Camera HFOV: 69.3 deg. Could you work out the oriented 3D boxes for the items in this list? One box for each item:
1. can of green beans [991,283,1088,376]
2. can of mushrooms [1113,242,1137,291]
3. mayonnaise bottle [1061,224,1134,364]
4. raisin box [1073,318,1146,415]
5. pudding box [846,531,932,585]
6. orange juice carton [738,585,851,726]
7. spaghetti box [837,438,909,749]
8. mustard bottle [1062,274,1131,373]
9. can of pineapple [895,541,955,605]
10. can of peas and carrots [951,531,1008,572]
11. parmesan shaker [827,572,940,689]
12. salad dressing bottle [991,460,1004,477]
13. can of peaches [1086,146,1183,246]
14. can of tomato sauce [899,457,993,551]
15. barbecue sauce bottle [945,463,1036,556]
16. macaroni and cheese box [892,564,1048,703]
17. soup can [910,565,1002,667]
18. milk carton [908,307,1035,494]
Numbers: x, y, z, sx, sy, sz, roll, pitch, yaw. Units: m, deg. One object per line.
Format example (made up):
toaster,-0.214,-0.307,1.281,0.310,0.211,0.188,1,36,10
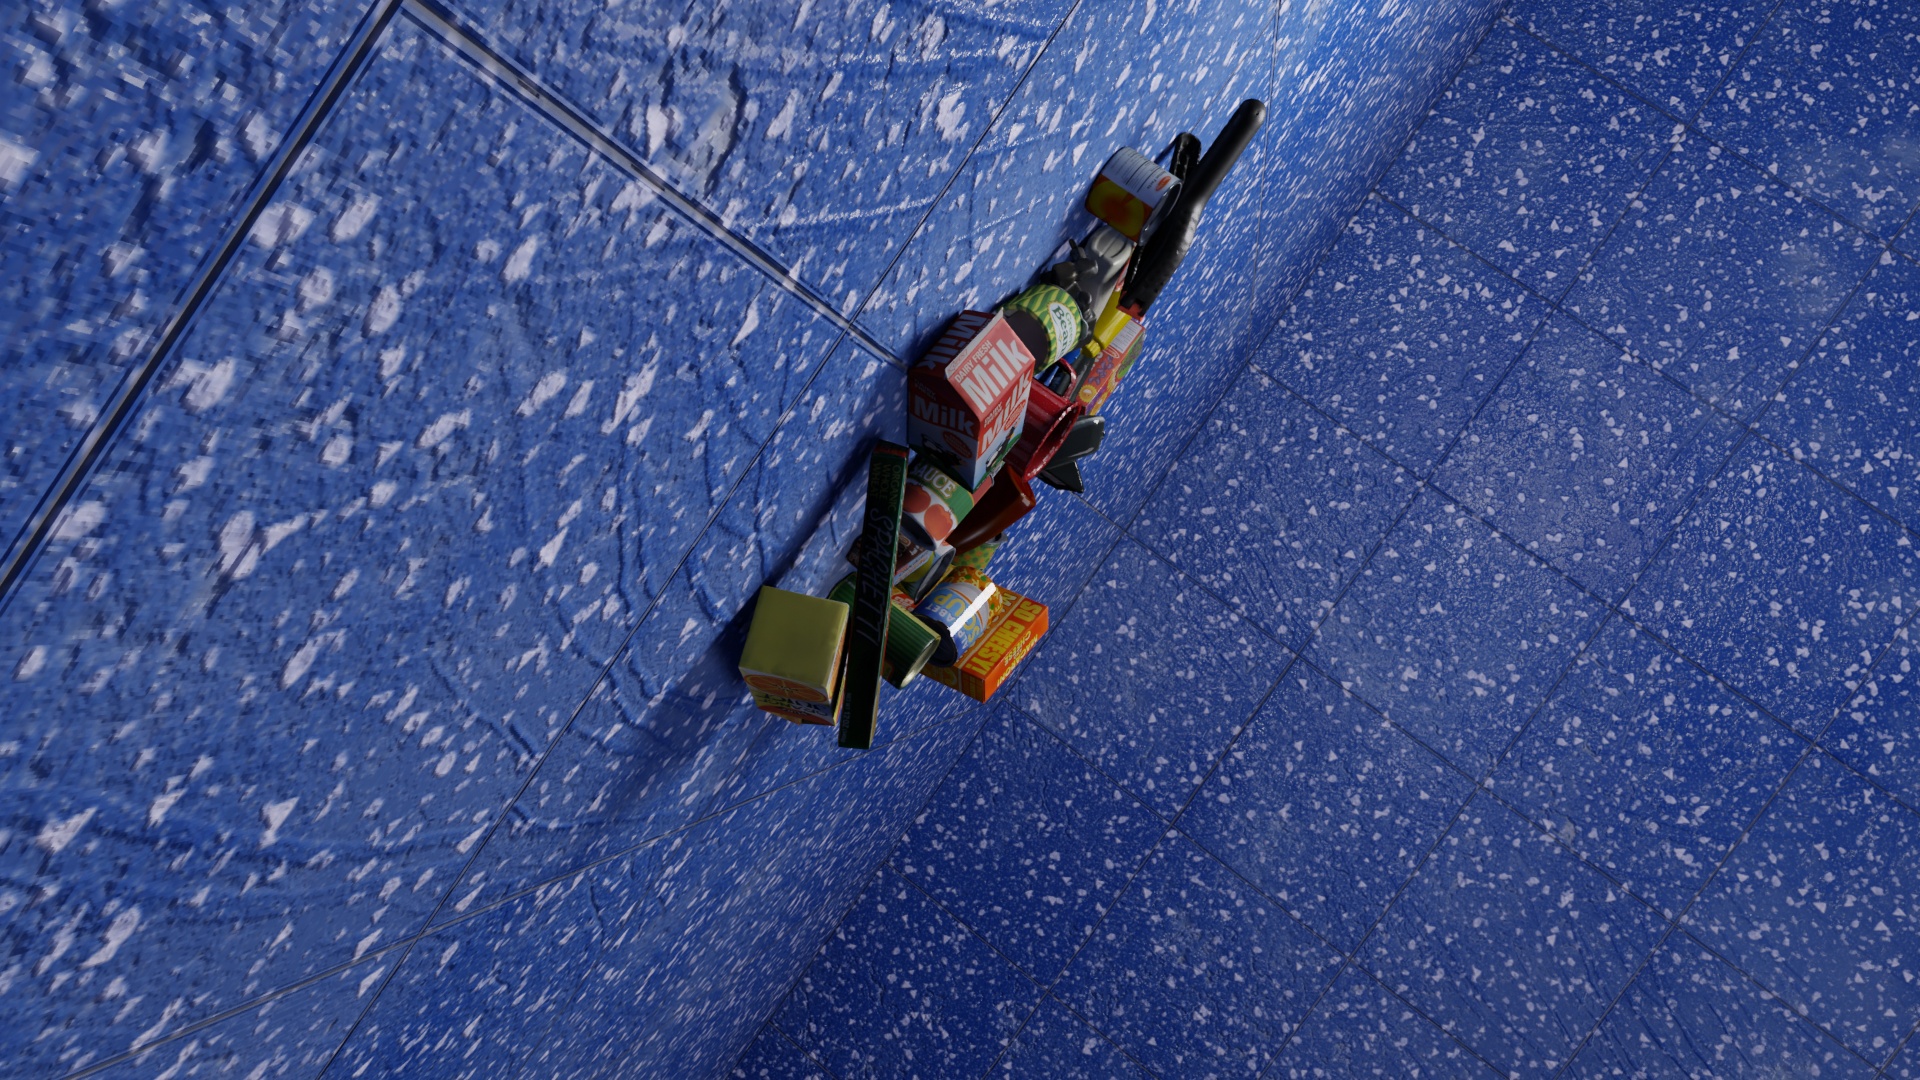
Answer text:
can of green beans,0.062,-0.179,1.182,0.058,0.071,0.071,-41,164,-48
can of mushrooms,0.158,-0.281,1.368,0.071,0.033,0.071,-51,170,-12
mayonnaise bottle,0.118,-0.231,1.335,0.065,0.041,0.147,-54,173,-41
raisin box,0.168,-0.201,1.655,0.123,0.040,0.086,-53,171,-9
pudding box,-0.063,0.009,1.289,0.084,0.050,0.030,-37,162,-56
orange juice carton,-0.133,0.105,1.171,0.192,0.073,0.072,96,7,-71
spaghetti box,-0.071,0.045,1.123,0.050,0.029,0.249,-81,179,-77
mustard bottle,0.151,-0.239,1.432,0.160,0.049,0.065,-52,169,-5
can of pineapple,-0.048,0.019,1.362,0.071,0.058,0.070,-51,169,-14
can of peas and carrots,0.008,0.004,1.528,0.058,0.071,0.071,-59,168,29
parmesan shaker,-0.079,0.086,1.317,0.071,0.103,0.071,-51,169,-14
salad dressing bottle,0.033,-0.096,1.381,0.148,0.044,0.064,-51,-179,-16
can of peaches,0.150,-0.298,1.208,0.071,0.058,0.071,-52,170,-13
can of tomato sauce,-0.022,-0.043,1.258,0.083,0.071,0.071,-50,169,-17
barbecue sauce bottle,0.005,-0.018,1.418,0.148,0.065,0.043,-37,136,16
macaroni and cheese box,-0.011,0.087,1.437,0.124,0.166,0.040,-46,147,-37
soup can,-0.006,0.073,1.368,0.084,0.071,0.071,-45,167,-37
milk carton,0.007,-0.117,1.119,0.072,0.073,0.189,-50,169,-18
